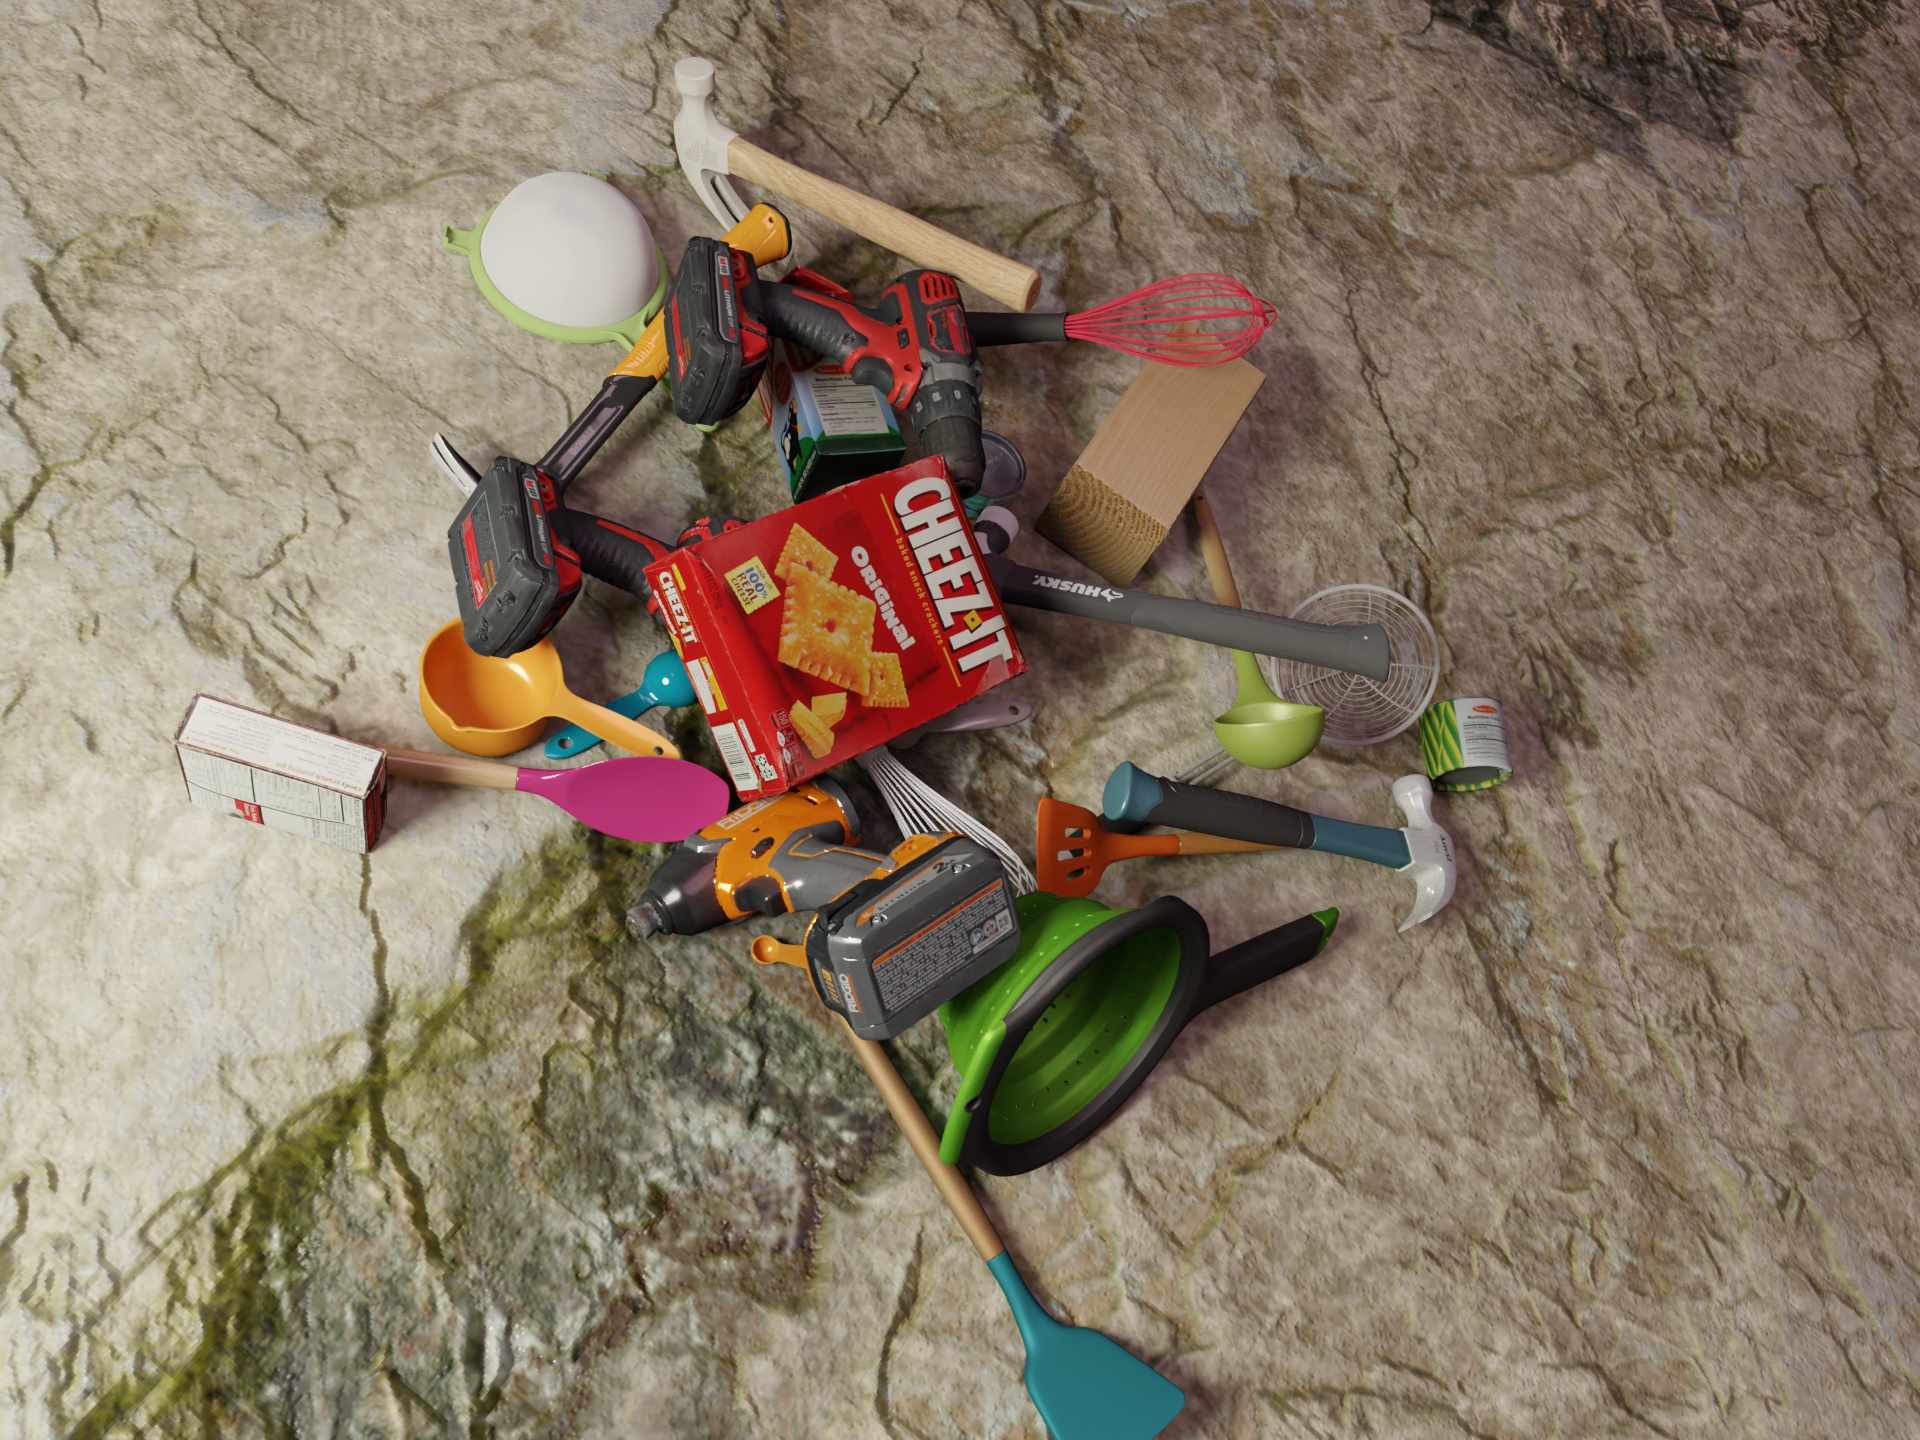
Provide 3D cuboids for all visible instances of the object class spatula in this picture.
[{"bbox_3d":[0.012,0.303,0.975,0.082,0.044,0.318,-27,74,-28],"label":"spatula"},{"bbox_3d":[0.177,0.089,1.134,0.322,0.041,0.081,-1,90,-31],"label":"spatula"}]

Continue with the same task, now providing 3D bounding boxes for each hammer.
[{"bbox_3d":[0.236,0.076,1.141,0.330,0.033,0.128,12,54,-32],"label":"hammer"},{"bbox_3d":[-0.085,-0.395,1.237,0.331,0.130,0.031,29,56,15],"label":"hammer"},{"bbox_3d":[0.142,-0.074,1.145,0.335,0.035,0.146,13,49,19],"label":"hammer"},{"bbox_3d":[-0.233,-0.267,1.156,0.127,0.034,0.337,40,64,-14],"label":"hammer"}]

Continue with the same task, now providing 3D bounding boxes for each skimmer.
[{"bbox_3d":[0.210,0.011,1.182,0.363,0.090,0.127,-29,76,-31],"label":"skimmer"}]

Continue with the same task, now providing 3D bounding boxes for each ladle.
[{"bbox_3d":[0.208,-0.084,1.206,0.078,0.062,0.321,-7,45,1],"label":"ladle"}]

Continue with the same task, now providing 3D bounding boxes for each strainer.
[{"bbox_3d":[-0.260,-0.327,1.201,0.151,0.069,0.256,-34,77,-32],"label":"strainer"}]

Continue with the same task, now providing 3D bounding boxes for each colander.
[{"bbox_3d":[0.111,0.162,1.049,0.397,0.204,0.095,-12,40,-44],"label":"colander"}]

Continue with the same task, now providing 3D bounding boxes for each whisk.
[{"bbox_3d":[0.104,-0.315,1.268,0.296,0.073,0.073,3,55,21],"label":"whisk"},{"bbox_3d":[-0.044,0.045,1.093,0.070,0.070,0.285,-32,72,-31],"label":"whisk"}]

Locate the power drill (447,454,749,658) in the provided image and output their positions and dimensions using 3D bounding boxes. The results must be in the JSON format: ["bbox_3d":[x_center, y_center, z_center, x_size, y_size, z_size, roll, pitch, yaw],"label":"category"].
[{"bbox_3d":[-0.213,-0.085,1.048,0.219,0.078,0.143,10,49,-41],"label":"power drill"}]

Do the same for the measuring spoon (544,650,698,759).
[{"bbox_3d":[-0.225,-0.011,1.069,0.128,0.021,0.042,-35,79,-33],"label":"measuring spoon"}]

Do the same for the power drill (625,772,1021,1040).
[{"bbox_3d":[-0.091,0.109,0.958,0.164,0.227,0.084,-30,119,-30],"label":"power drill"}]

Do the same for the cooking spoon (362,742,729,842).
[{"bbox_3d":[-0.306,0.032,1.004,0.318,0.068,0.017,8,32,-11],"label":"cooking spoon"}]

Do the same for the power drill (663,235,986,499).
[{"bbox_3d":[-0.087,-0.248,1.135,0.226,0.080,0.188,2,62,-25],"label":"power drill"}]

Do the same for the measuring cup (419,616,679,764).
[{"bbox_3d":[-0.267,-0.002,1.033,0.173,0.052,0.095,26,56,-8],"label":"measuring cup"}]

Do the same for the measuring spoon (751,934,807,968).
[{"bbox_3d":[-0.082,0.160,1.040,0.117,0.011,0.021,14,59,-18],"label":"measuring spoon"}]

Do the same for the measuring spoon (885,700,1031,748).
[{"bbox_3d":[-0.002,-0.004,1.153,0.124,0.018,0.034,-8,66,-25],"label":"measuring spoon"}]
